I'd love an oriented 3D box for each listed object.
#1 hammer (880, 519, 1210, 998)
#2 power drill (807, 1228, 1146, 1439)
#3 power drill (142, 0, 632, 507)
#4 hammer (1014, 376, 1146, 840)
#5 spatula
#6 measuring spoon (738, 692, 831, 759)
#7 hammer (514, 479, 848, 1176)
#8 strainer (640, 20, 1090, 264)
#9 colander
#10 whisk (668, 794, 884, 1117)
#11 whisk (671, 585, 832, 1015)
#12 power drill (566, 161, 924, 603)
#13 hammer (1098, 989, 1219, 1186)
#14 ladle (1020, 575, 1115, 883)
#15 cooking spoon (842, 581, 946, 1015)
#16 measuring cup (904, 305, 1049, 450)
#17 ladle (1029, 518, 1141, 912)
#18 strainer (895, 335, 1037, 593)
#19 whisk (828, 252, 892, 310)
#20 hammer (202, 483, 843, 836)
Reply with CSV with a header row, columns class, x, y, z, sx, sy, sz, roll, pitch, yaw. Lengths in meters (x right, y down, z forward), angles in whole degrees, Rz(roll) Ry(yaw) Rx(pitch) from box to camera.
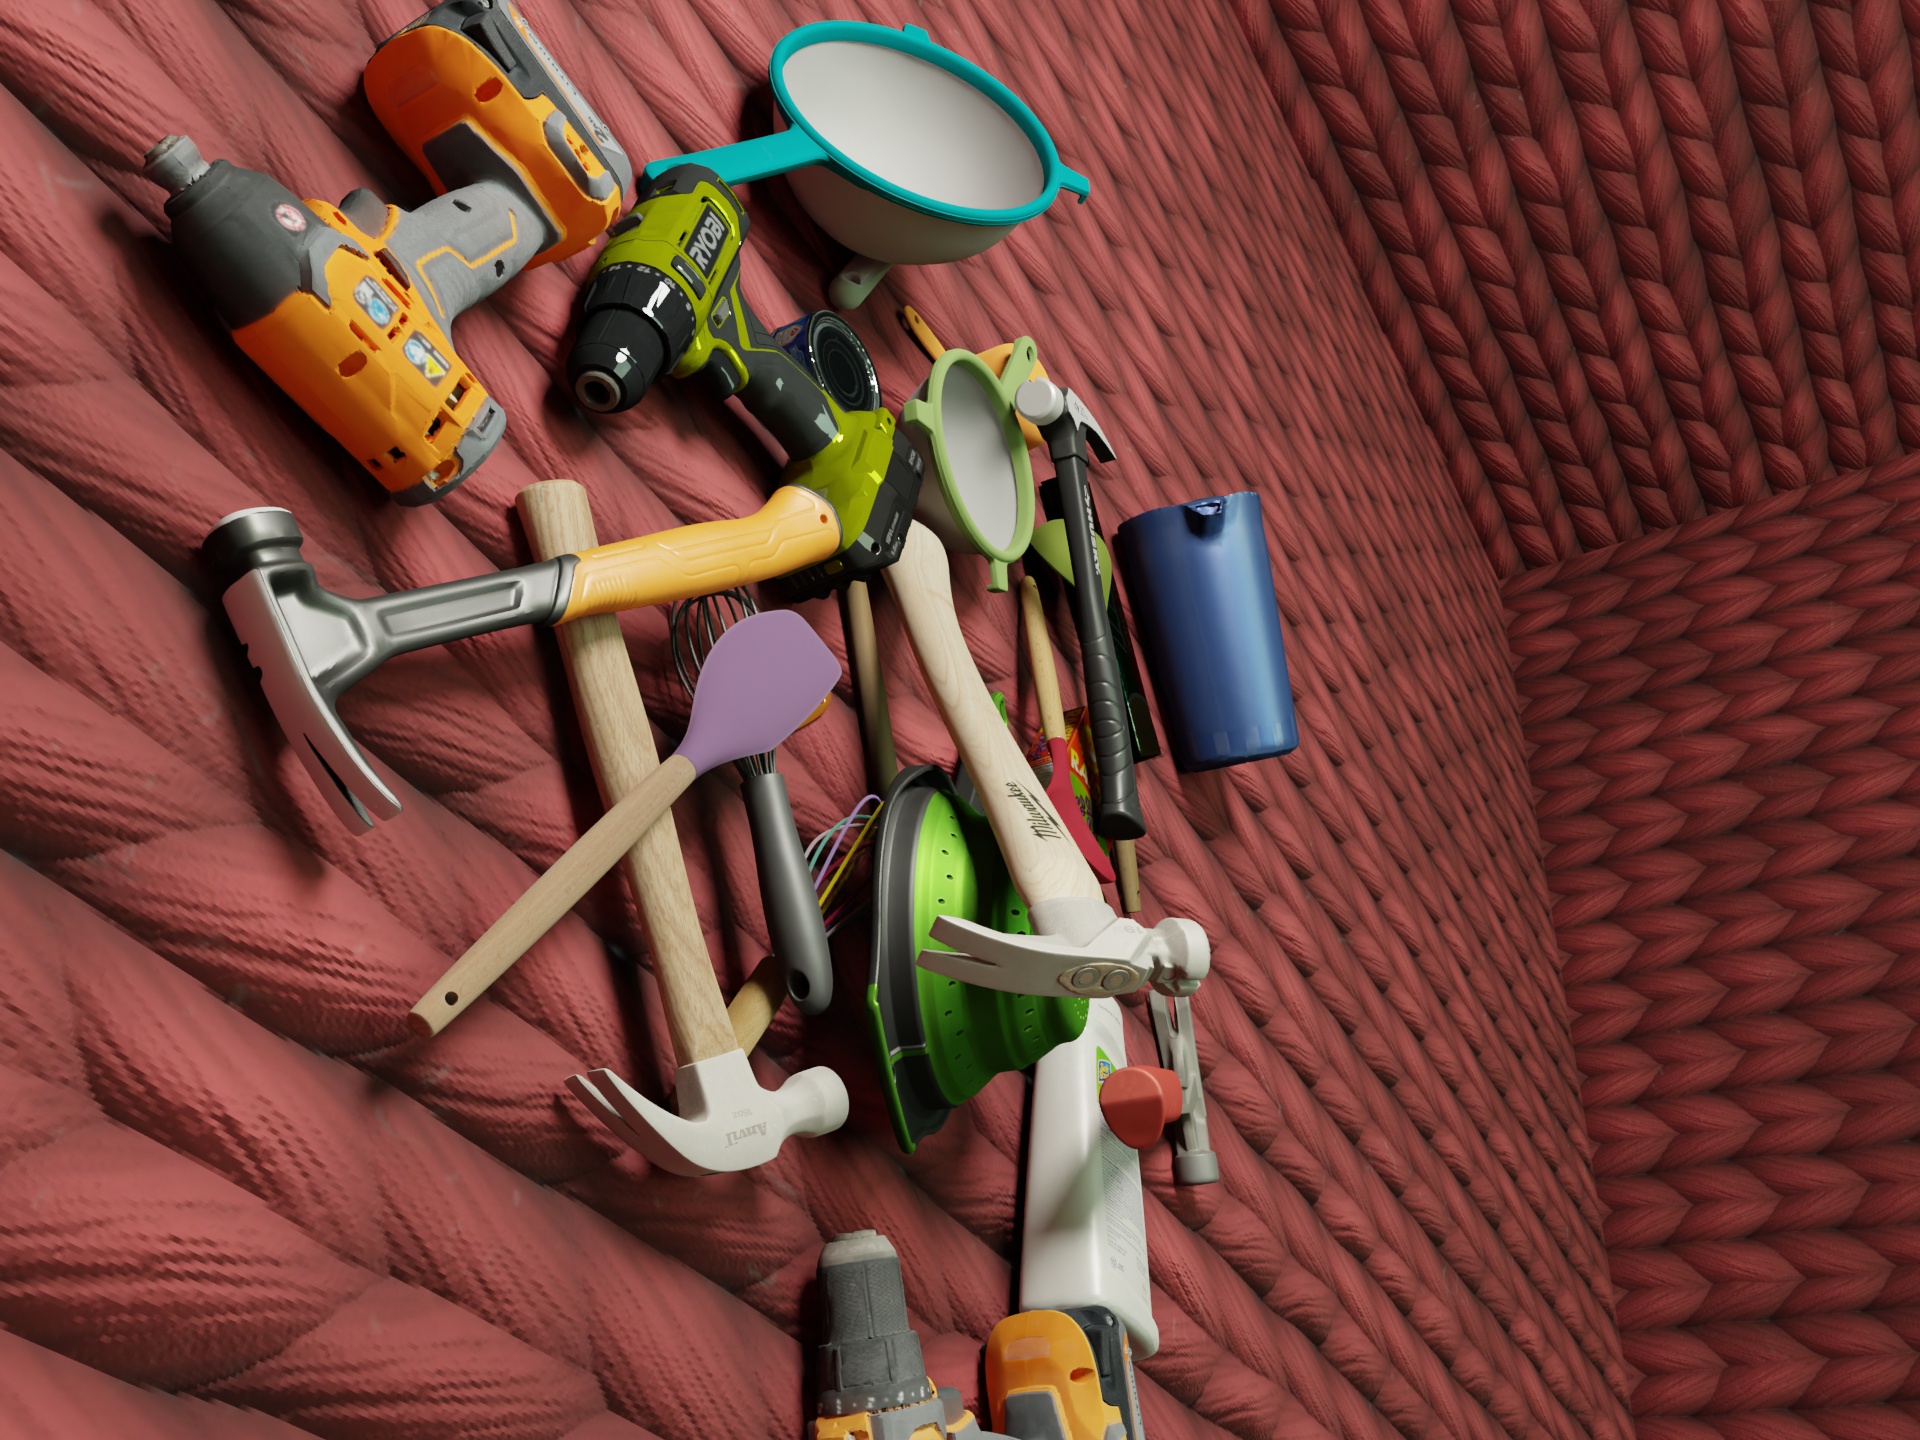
class,x,y,z,sx,sy,sz,roll,pitch,yaw
hammer,-0.001,-0.003,0.896,0.146,0.038,0.411,8,33,-25
power drill,0.006,0.353,0.819,0.226,0.084,0.185,17,58,-53
power drill,-0.242,-0.223,0.691,0.164,0.084,0.227,51,38,-35
hammer,0.100,-0.078,1.181,0.146,0.035,0.335,11,70,-68
spatula,-0.139,0.033,0.710,0.059,0.018,0.316,50,39,-10
measuring spoon,-0.099,-0.002,0.902,0.117,0.011,0.021,-35,105,-62
hammer,-0.150,0.045,0.733,0.130,0.031,0.331,-7,76,-50
strainer,-0.085,-0.356,1.059,0.211,0.095,0.340,47,48,13
colander,0.032,0.084,0.955,0.397,0.094,0.204,-73,156,-60
whisk,-0.085,0.120,0.828,0.051,0.047,0.245,51,36,-14
whisk,-0.104,0.033,0.806,0.055,0.055,0.239,12,58,-60
power drill,-0.122,-0.177,0.894,0.228,0.080,0.191,50,34,-33
hammer,0.134,0.241,1.062,0.358,0.037,0.149,46,35,-71
ladle,0.066,-0.002,1.138,0.069,0.031,0.316,44,26,-37
cooking spoon,-0.045,0.040,0.972,0.068,0.017,0.319,21,56,-64
measuring cup,0.020,-0.275,1.243,0.173,0.052,0.095,41,40,-49
ladle,0.105,-0.005,1.270,0.078,0.062,0.320,4,78,-65
strainer,0.003,-0.209,1.149,0.151,0.069,0.257,62,28,-30
whisk,-0.046,-0.363,1.181,0.058,0.059,0.246,28,42,-2
hammer,-0.161,-0.056,0.720,0.337,0.034,0.127,-25,89,-53
